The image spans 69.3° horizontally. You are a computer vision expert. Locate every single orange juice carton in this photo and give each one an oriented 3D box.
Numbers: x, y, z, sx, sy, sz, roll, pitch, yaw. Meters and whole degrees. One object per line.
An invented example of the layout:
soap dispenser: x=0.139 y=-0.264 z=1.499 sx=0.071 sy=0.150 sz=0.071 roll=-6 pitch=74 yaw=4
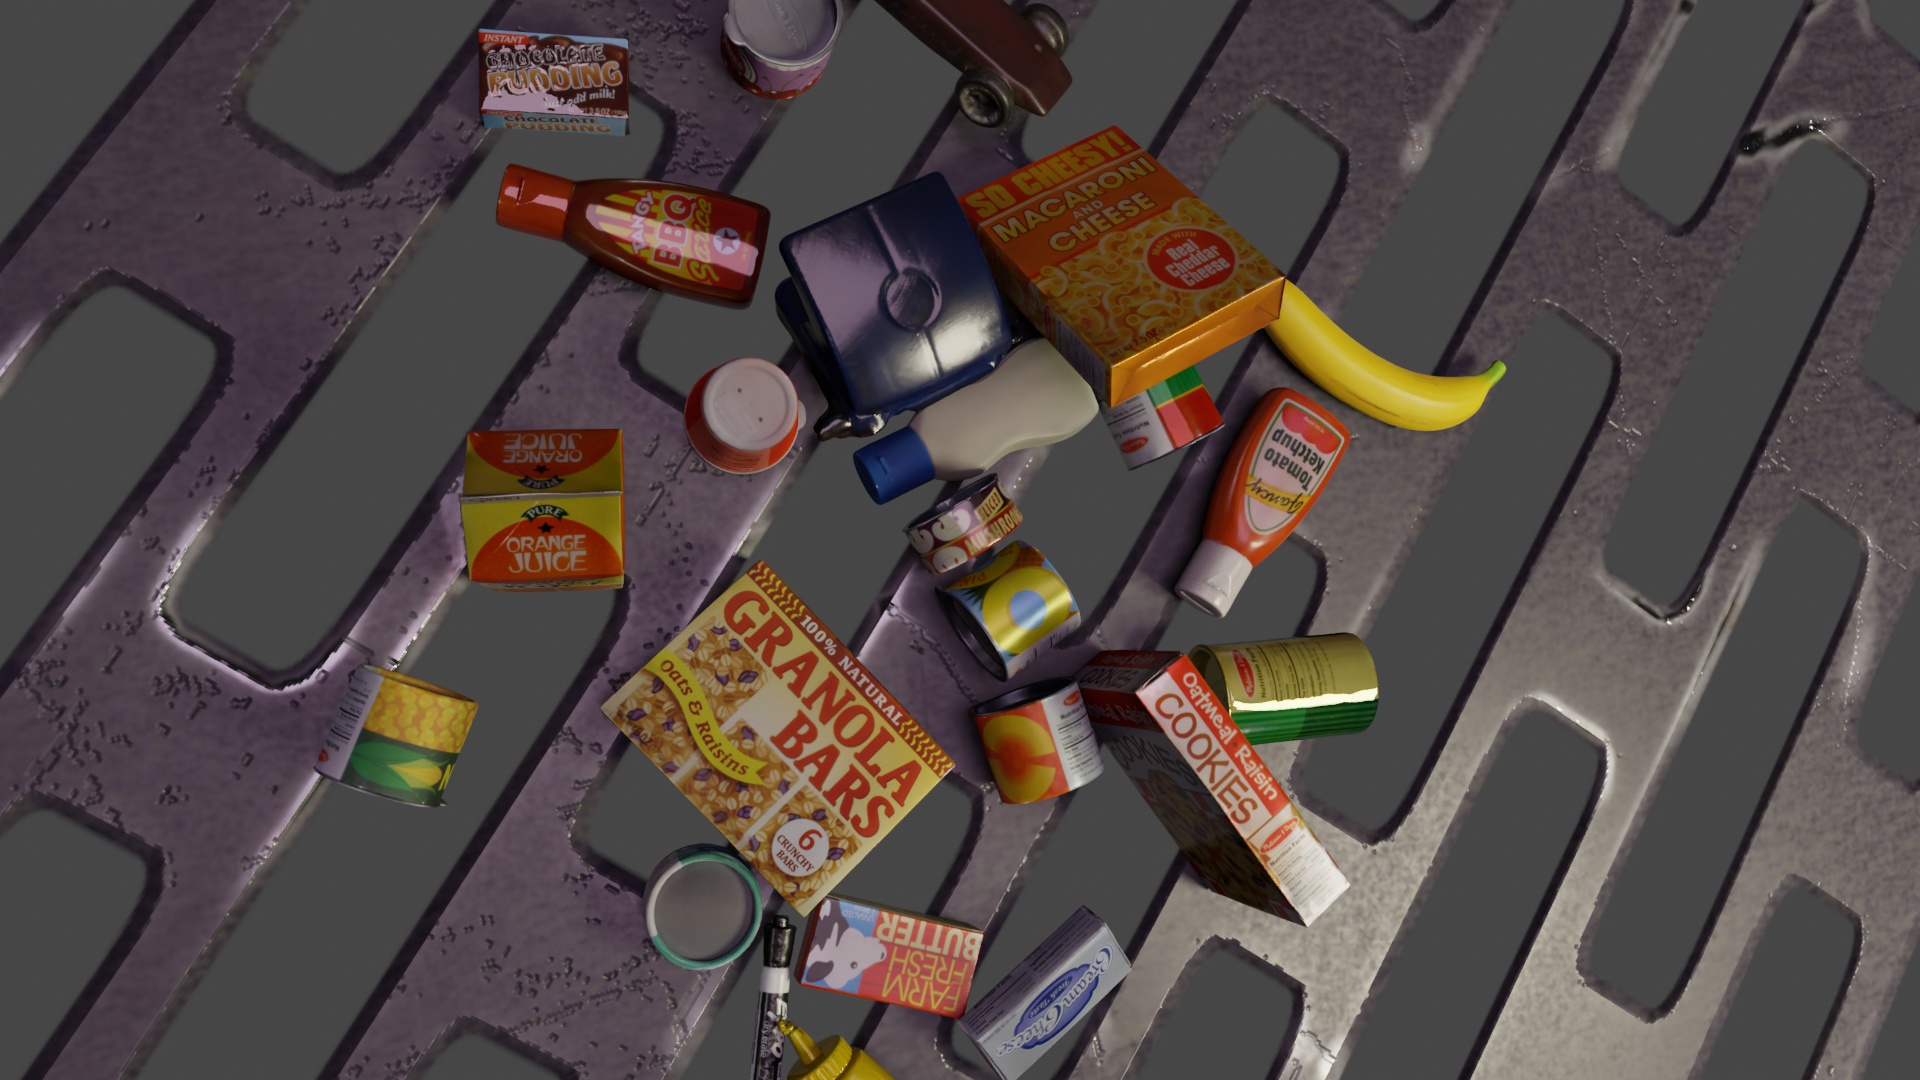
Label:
orange juice carton: x=-0.207 y=-0.013 z=0.705 sx=0.072 sy=0.192 sz=0.073 roll=-2 pitch=86 yaw=-14

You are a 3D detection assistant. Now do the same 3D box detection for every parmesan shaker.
parmesan shaker: x=0.200 y=0.097 z=0.869 sx=0.103 sy=0.071 sz=0.071 roll=-3 pitch=87 yaw=-16

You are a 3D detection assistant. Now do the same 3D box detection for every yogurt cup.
yogurt cup: x=-0.124 y=-0.075 z=0.803 sx=0.072 sy=0.054 sz=0.072 roll=1 pitch=86 yaw=-14

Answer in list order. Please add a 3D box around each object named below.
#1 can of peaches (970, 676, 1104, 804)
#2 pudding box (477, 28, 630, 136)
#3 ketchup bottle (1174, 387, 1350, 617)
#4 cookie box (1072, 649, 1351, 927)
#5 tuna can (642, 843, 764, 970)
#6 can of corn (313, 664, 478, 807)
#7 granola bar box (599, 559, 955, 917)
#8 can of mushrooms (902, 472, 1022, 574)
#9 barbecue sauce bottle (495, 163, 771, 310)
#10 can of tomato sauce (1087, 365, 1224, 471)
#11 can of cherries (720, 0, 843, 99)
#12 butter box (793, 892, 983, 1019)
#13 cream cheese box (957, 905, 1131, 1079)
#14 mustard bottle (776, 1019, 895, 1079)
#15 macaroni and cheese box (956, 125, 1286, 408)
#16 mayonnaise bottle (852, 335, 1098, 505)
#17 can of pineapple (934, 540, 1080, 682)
can of peaches: x=0.045 y=0.119 z=0.829 sx=0.071 sy=0.071 sz=0.058 roll=-19 pitch=92 yaw=-15
pudding box: x=-0.233 y=-0.264 z=0.801 sx=0.084 sy=0.030 sz=0.049 roll=0 pitch=85 yaw=-15
ketchup bottle: x=0.188 y=-0.022 z=0.888 sx=0.064 sy=0.043 sz=0.149 roll=34 pitch=79 yaw=-10
cookie box: x=0.141 y=0.141 z=0.822 sx=0.040 sy=0.123 sz=0.167 roll=-37 pitch=96 yaw=-15
tuna can: x=-0.144 y=0.208 z=0.788 sx=0.071 sy=0.033 sz=0.071 roll=1 pitch=86 yaw=-14
can of corn: x=-0.297 y=0.104 z=0.739 sx=0.071 sy=0.071 sz=0.058 roll=21 pitch=81 yaw=-12
granola bar box: x=-0.105 y=0.112 z=0.802 sx=0.124 sy=0.039 sz=0.165 roll=-44 pitch=97 yaw=-13
can of mushrooms: x=0.003 y=-0.010 z=0.824 sx=0.071 sy=0.071 sz=0.033 roll=-32 pitch=97 yaw=-15
barbecue sauce bottle: x=-0.188 y=-0.180 z=0.800 sx=0.149 sy=0.043 sz=0.065 roll=12 pitch=84 yaw=-13
can of tomato sauce: x=0.117 y=-0.095 z=0.863 sx=0.071 sy=0.071 sz=0.083 roll=-27 pitch=93 yaw=-15
can of cherries: x=-0.110 y=-0.302 z=0.822 sx=0.071 sy=0.058 sz=0.071 roll=1 pitch=87 yaw=-15
butter box: x=-0.041 y=0.243 z=0.817 sx=0.103 sy=0.024 sz=0.053 roll=17 pitch=82 yaw=-13
cream cheese box: x=0.052 y=0.270 z=0.828 sx=0.104 sy=0.024 sz=0.053 roll=-39 pitch=129 yaw=-14
mustard bottle: x=-0.054 y=0.333 z=0.794 sx=0.065 sy=0.048 sz=0.160 roll=-36 pitch=95 yaw=-15
macaroni and cheese box: x=0.091 y=-0.168 z=0.830 sx=0.124 sy=0.040 sz=0.167 roll=-28 pitch=57 yaw=-15
mayonnaise bottle: x=0.007 y=-0.069 z=0.845 sx=0.148 sy=0.041 sz=0.065 roll=-27 pitch=86 yaw=-14
can of pineapple: x=0.029 y=0.040 z=0.829 sx=0.058 sy=0.071 sz=0.071 roll=-35 pitch=95 yaw=-15
